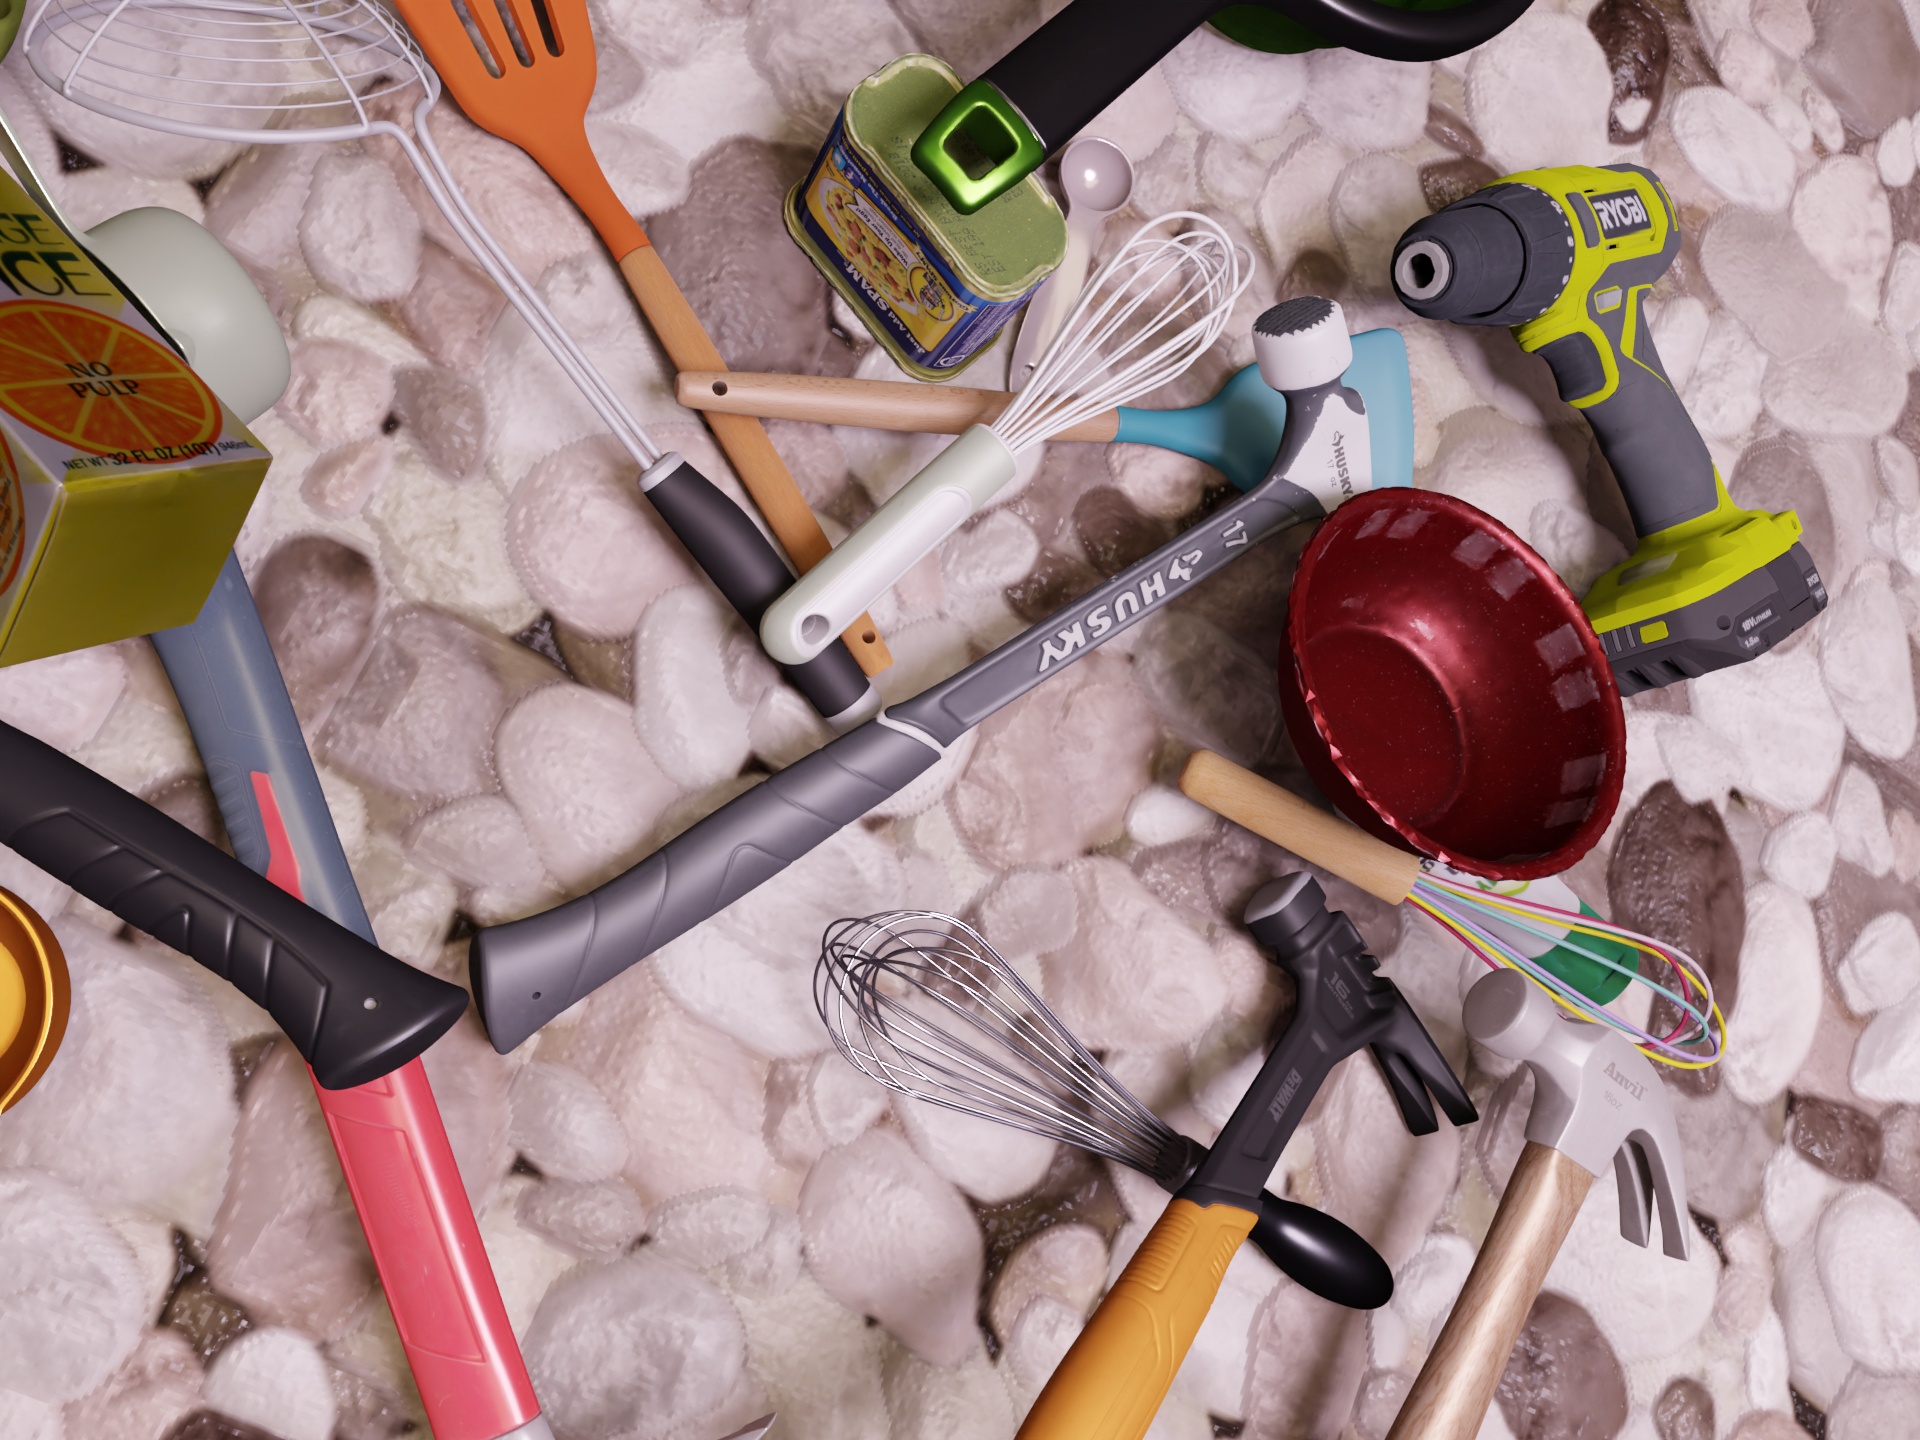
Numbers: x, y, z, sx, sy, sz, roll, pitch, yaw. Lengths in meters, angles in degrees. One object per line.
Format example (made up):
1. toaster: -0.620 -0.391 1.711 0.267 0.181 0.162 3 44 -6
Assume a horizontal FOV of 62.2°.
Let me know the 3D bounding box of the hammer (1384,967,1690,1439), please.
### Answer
1. hammer: 0.175 0.266 0.586 0.130 0.031 0.331 34 78 -22

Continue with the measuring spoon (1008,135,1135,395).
1. measuring spoon: 0.042 -0.189 0.677 0.034 0.018 0.124 21 83 -15

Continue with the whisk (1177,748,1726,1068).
1. whisk: 0.200 0.073 0.644 0.245 0.051 0.047 27 78 0

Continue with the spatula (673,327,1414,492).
1. spatula: 0.043 -0.125 0.640 0.317 0.044 0.082 -1 89 -25

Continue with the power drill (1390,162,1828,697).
1. power drill: 0.277 -0.130 0.690 0.190 0.080 0.228 -23 90 -42

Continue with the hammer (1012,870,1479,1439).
1. hammer: 0.082 0.191 0.550 0.127 0.034 0.337 54 45 -5

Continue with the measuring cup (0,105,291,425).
1. measuring cup: -0.273 -0.169 0.508 0.038 0.083 0.167 -42 125 -28

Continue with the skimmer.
1. skimmer: -0.167 -0.127 0.578 0.363 0.090 0.127 52 35 -17

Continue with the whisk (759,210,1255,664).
1. whisk: 0.019 -0.106 0.597 0.246 0.059 0.057 -43 130 -12

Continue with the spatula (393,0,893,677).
1. spatula: -0.110 -0.159 0.604 0.081 0.041 0.322 -33 94 -25

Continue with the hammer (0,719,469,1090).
1. hammer: -0.296 0.004 0.476 0.335 0.035 0.146 32 58 -2

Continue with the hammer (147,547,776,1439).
1. hammer: -0.190 0.083 0.519 0.143 0.038 0.386 -22 86 9

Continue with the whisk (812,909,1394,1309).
1. whisk: 0.062 0.157 0.609 0.284 0.070 0.070 35 73 -16

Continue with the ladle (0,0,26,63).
1. ladle: -0.294 -0.336 0.560 0.078 0.062 0.320 27 71 5

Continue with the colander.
1. colander: 0.101 -0.308 0.656 0.204 0.094 0.397 47 65 -8

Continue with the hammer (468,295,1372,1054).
1. hammer: -0.001 -0.002 0.602 0.409 0.036 0.149 -33 125 -14

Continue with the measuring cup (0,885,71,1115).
1. measuring cup: -0.354 0.112 0.475 0.173 0.052 0.095 -37 95 -18
